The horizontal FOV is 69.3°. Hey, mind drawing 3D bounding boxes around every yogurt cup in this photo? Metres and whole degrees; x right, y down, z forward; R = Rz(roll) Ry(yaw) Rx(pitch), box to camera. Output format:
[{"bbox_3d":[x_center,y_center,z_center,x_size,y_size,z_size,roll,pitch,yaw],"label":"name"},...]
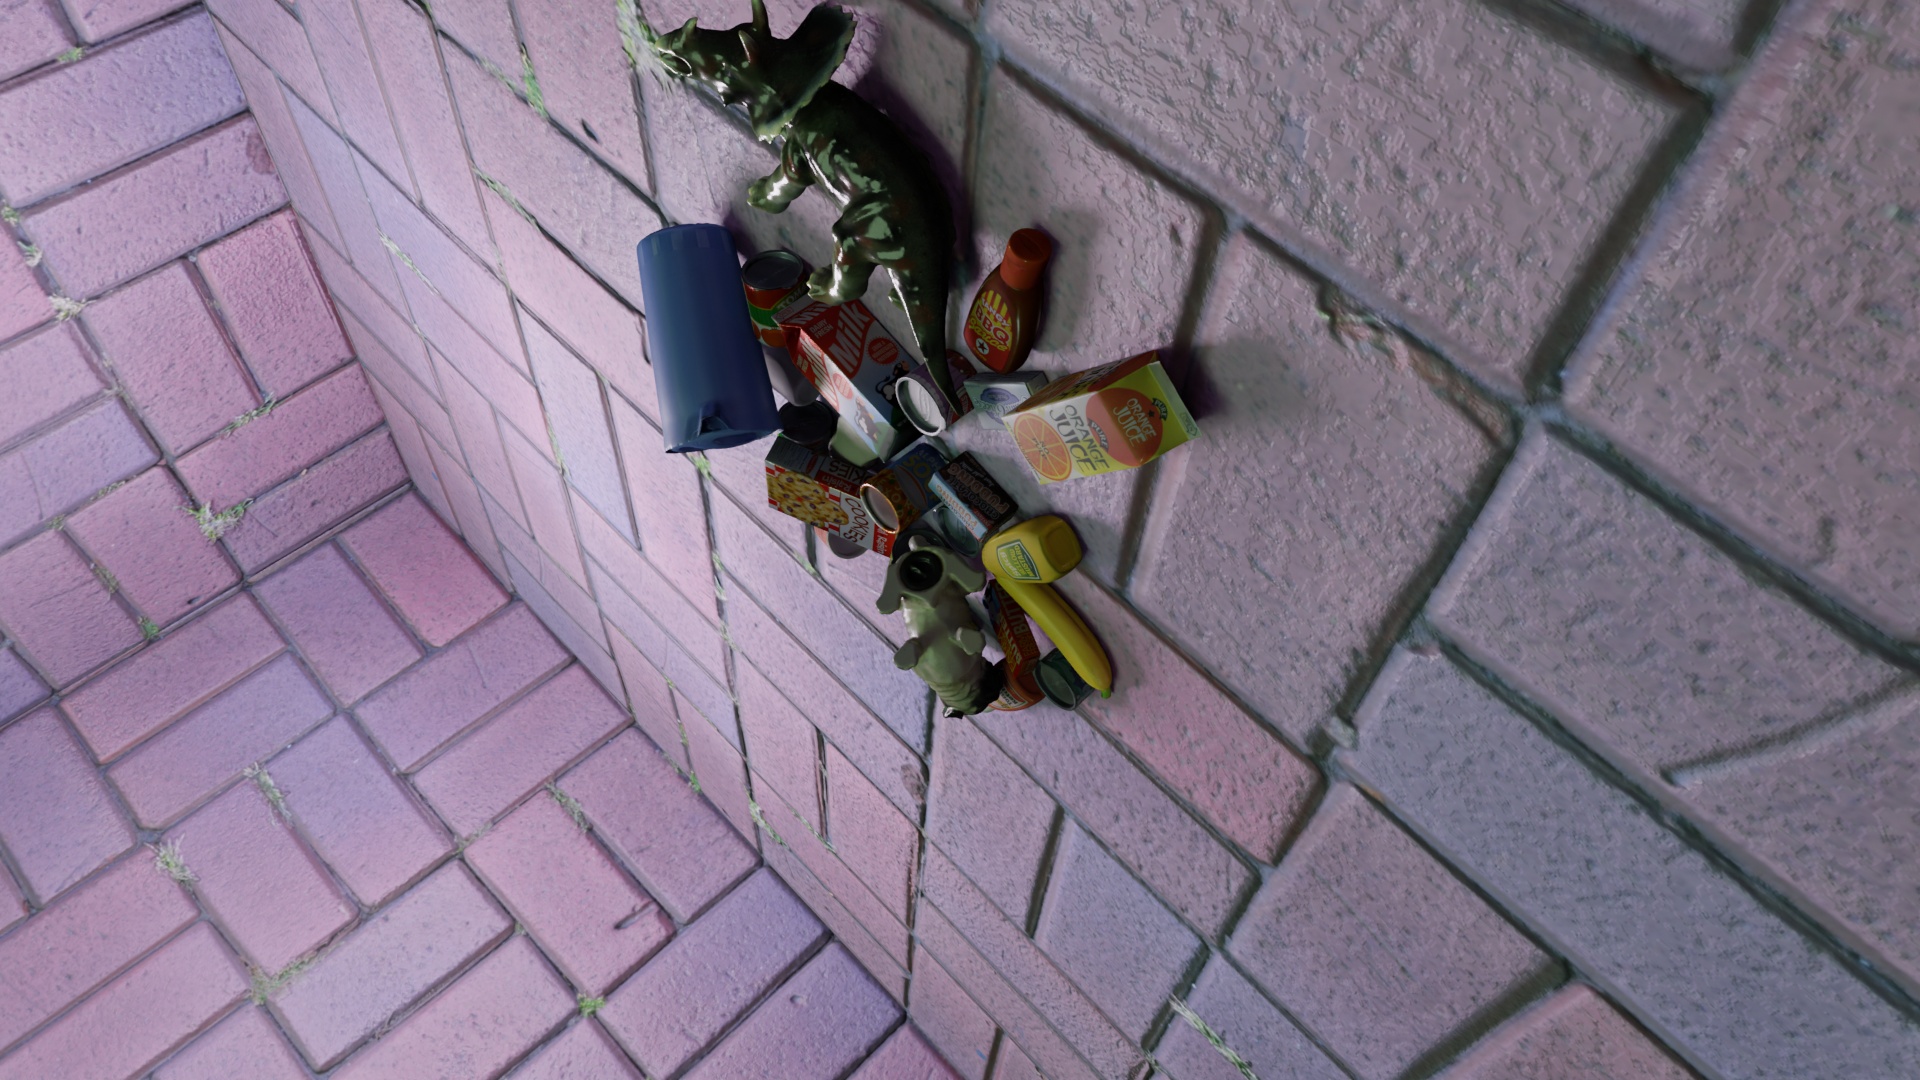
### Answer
[{"bbox_3d":[-0.146,-0.017,1.717,0.054,0.072,0.072,30,147,53],"label":"yogurt cup"}]

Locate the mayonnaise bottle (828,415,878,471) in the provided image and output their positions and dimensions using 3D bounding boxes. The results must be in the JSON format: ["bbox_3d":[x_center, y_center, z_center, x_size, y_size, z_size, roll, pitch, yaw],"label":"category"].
[{"bbox_3d":[-0.120,-0.107,1.586,0.065,0.041,0.147,44,155,0],"label":"mayonnaise bottle"}]

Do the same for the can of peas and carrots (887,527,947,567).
[{"bbox_3d":[-0.052,0.029,1.610,0.071,0.071,0.058,45,154,15],"label":"can of peas and carrots"}]

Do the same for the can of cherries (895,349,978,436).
[{"bbox_3d":[-0.018,-0.143,1.354,0.071,0.058,0.071,38,149,27],"label":"can of cherries"}]

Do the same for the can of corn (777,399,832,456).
[{"bbox_3d":[-0.184,-0.127,1.639,0.071,0.071,0.058,41,152,21],"label":"can of corn"}]

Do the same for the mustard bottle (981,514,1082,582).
[{"bbox_3d":[0.062,0.013,1.428,0.065,0.049,0.160,61,153,-8],"label":"mustard bottle"}]

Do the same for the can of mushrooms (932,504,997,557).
[{"bbox_3d":[0.005,-0.019,1.500,0.071,0.033,0.070,39,152,26],"label":"can of mushrooms"}]

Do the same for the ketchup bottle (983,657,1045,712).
[{"bbox_3d":[0.054,0.175,1.653,0.065,0.044,0.148,55,155,3],"label":"ketchup bottle"}]

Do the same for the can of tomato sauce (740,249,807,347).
[{"bbox_3d":[-0.194,-0.258,1.489,0.071,0.071,0.082,36,151,30],"label":"can of tomato sauce"}]

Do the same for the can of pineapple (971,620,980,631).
[{"bbox_3d":[-0.019,0.108,1.664,0.058,0.071,0.070,47,153,12],"label":"can of pineapple"}]

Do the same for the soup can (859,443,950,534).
[{"bbox_3d":[-0.055,-0.056,1.495,0.071,0.084,0.071,38,150,27],"label":"soup can"}]

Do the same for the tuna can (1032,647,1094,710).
[{"bbox_3d":[0.113,0.151,1.537,0.071,0.033,0.070,38,151,27],"label":"tuna can"}]

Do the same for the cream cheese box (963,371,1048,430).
[{"bbox_3d":[0.048,-0.130,1.300,0.104,0.024,0.053,9,131,55],"label":"cream cheese box"}]

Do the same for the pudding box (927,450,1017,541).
[{"bbox_3d":[0.012,-0.046,1.436,0.084,0.050,0.030,48,152,10],"label":"pudding box"}]

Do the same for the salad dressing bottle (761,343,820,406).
[{"bbox_3d":[-0.222,-0.212,1.619,0.148,0.044,0.064,39,151,29],"label":"salad dressing bottle"}]

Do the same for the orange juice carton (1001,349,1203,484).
[{"bbox_3d":[0.123,-0.103,1.155,0.071,0.073,0.192,59,153,-13],"label":"orange juice carton"}]

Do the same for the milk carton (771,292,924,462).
[{"bbox_3d":[-0.109,-0.181,1.437,0.191,0.072,0.073,48,154,9],"label":"milk carton"}]

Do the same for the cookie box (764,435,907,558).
[{"bbox_3d":[-0.142,-0.049,1.617,0.167,0.040,0.122,22,155,5],"label":"cookie box"}]

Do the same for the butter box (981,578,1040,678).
[{"bbox_3d":[0.056,0.096,1.532,0.053,0.024,0.104,105,146,-59],"label":"butter box"}]

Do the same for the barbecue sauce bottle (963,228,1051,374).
[{"bbox_3d":[0.044,-0.206,1.189,0.065,0.044,0.147,47,153,13],"label":"barbecue sauce bottle"}]
